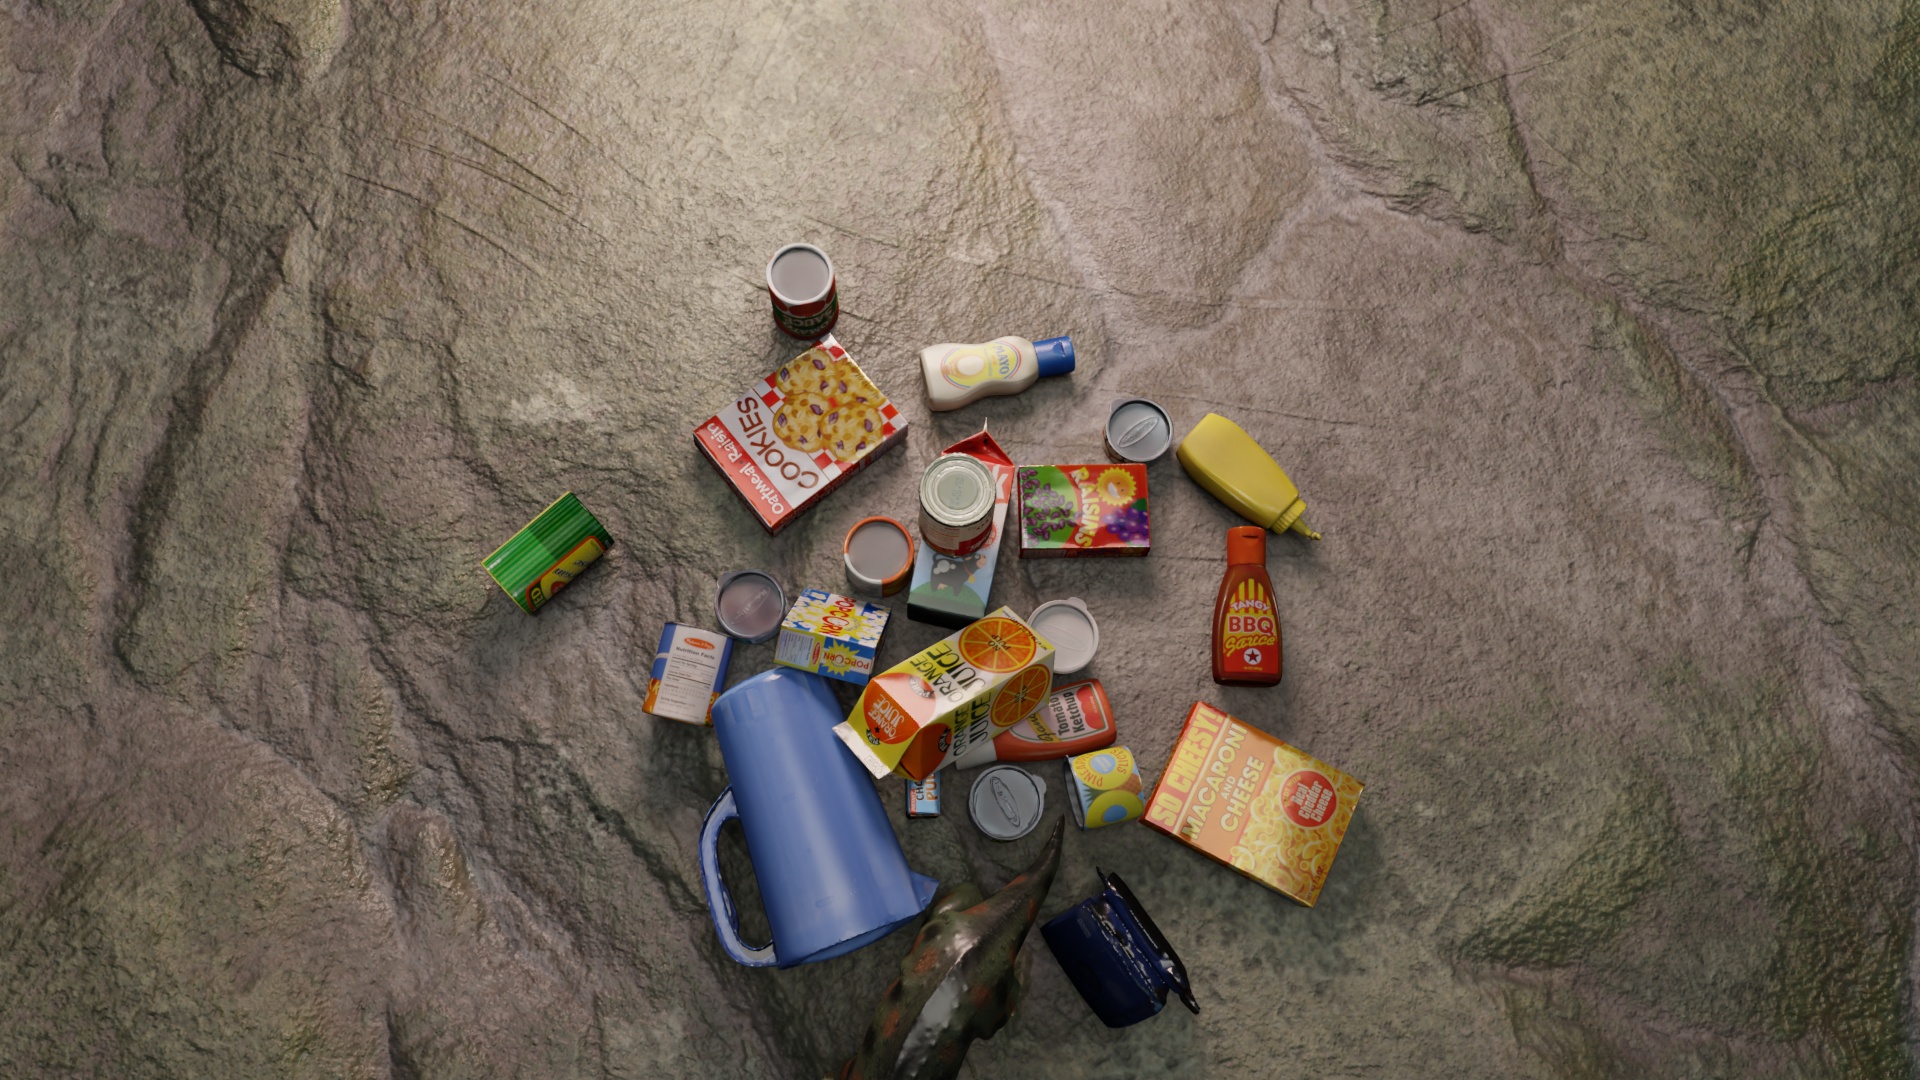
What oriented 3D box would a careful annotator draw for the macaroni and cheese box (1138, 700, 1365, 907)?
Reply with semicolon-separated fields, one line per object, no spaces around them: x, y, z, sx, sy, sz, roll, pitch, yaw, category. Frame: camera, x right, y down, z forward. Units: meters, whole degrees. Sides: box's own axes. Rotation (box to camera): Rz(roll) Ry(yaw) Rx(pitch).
0.263;0.239;1.260;0.166;0.040;0.124;27;75;4;macaroni and cheese box

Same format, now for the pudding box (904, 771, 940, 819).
-0.035;0.207;1.250;0.030;0.049;0.084;-1;75;-4;pudding box

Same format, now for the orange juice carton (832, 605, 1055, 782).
-0.014;0.140;1.207;0.193;0.072;0.072;-27;49;-29;orange juice carton

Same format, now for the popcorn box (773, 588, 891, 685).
-0.112;0.084;1.242;0.085;0.127;0.038;14;104;0;popcorn box

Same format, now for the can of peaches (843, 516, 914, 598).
-0.075;0.014;1.298;0.071;0.058;0.071;1;75;-2;can of peaches

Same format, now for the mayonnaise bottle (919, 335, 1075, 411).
0.037;-0.170;1.363;0.148;0.041;0.065;-12;74;-5;mayonnaise bottle

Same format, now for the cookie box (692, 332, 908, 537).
-0.153;-0.102;1.336;0.168;0.040;0.123;-38;79;-13;cookie box

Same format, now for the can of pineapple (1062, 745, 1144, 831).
0.128;0.220;1.244;0.058;0.071;0.071;-12;76;-7;can of pineapple

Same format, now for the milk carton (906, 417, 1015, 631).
0.005;-0.016;1.302;0.073;0.072;0.191;12;74;1;milk carton

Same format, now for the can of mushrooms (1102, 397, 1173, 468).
0.171;-0.105;1.355;0.071;0.033;0.071;1;75;-2;can of mushrooms

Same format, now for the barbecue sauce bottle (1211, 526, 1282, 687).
0.269;0.062;1.308;0.065;0.043;0.149;3;74;-1;barbecue sauce bottle

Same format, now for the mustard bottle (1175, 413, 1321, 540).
0.282;-0.051;1.337;0.160;0.048;0.065;43;78;8;mustard bottle

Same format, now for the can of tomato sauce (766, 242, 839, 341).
-0.153;-0.240;1.352;0.071;0.083;0.071;1;74;-2;can of tomato sauce

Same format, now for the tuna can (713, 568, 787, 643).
-0.196;0.060;1.292;0.071;0.032;0.071;1;74;-3;tuna can

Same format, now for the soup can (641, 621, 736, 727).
-0.246;0.122;1.256;0.071;0.071;0.084;13;79;1;soup can

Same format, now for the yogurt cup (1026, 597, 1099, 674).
0.091;0.093;1.285;0.072;0.053;0.072;1;75;-2;yogurt cup

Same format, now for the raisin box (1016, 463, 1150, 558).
0.117;-0.028;1.328;0.123;0.040;0.086;-1;74;-2;raisin box

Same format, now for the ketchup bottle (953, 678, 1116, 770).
0.064;0.174;1.266;0.149;0.043;0.065;-14;61;-6;ketchup bottle

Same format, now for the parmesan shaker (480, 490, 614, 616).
-0.379;0.011;1.277;0.103;0.071;0.071;-42;80;-12;parmesan shaker

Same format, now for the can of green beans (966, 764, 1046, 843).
0.039;0.236;1.241;0.071;0.057;0.071;1;74;-2;can of green beans
